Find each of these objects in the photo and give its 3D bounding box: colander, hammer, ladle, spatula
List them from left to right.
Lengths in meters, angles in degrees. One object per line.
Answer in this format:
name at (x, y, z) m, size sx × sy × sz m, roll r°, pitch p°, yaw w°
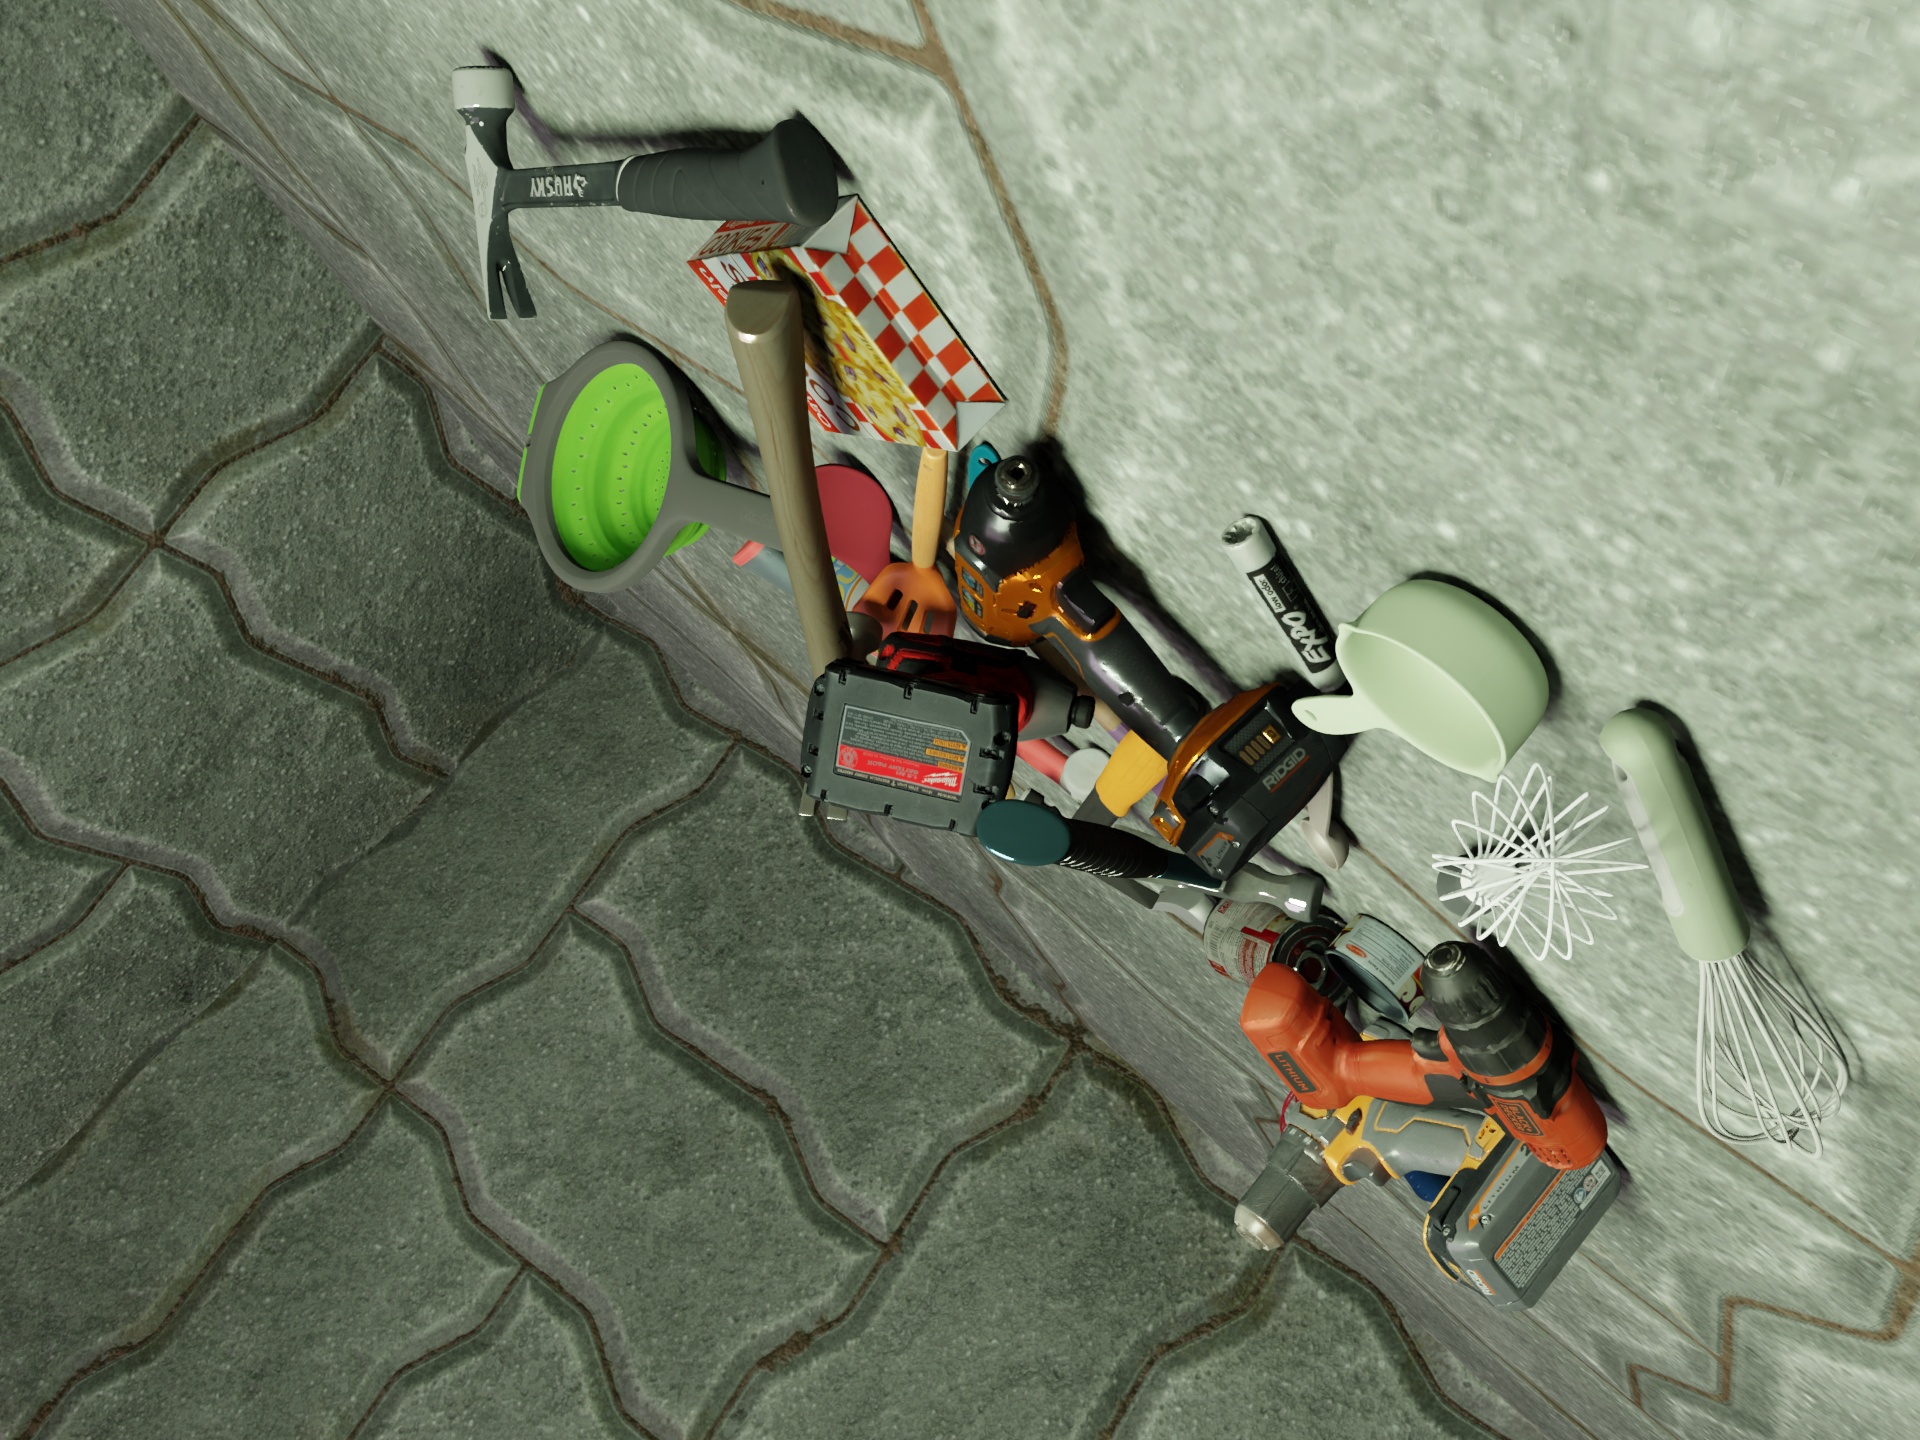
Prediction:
hammer at (-0.181, -0.278, 0.841) m, size 0.409 × 0.036 × 0.149 m, roll 24°, pitch 120°, yaw 51°
colander at (-0.204, -0.180, 1.266) m, size 0.397 × 0.204 × 0.094 m, roll 23°, pitch -169°, yaw 40°
hammer at (-0.087, -0.085, 0.893) m, size 0.038 × 0.146 × 0.410 m, roll 6°, pitch 154°, yaw 5°
spatula at (-0.026, -0.099, 0.969) m, size 0.081 × 0.041 × 0.322 m, roll 34°, pitch 168°, yaw 4°
ladle at (-0.030, -0.057, 1.141) m, size 0.315 × 0.069 × 0.031 m, roll 59°, pitch -160°, yaw -31°
hammer at (-0.030, -0.035, 1.286) m, size 0.386 × 0.038 × 0.143 m, roll 36°, pitch 168°, yaw 19°
spatula at (0.085, -0.016, 1.046) m, size 0.315 × 0.018 × 0.060 m, roll 47°, pitch 164°, yaw -21°
hammer at (0.112, 0.048, 1.048) m, size 0.127 × 0.034 × 0.336 m, roll 31°, pitch 162°, yaw 4°
hammer at (0.101, 0.077, 0.893) m, size 0.128 × 0.033 × 0.330 m, roll 12°, pitch 177°, yaw 29°
hammer at (0.298, 0.276, 1.346) m, size 0.405 × 0.035 × 0.144 m, roll 49°, pitch 169°, yaw -25°

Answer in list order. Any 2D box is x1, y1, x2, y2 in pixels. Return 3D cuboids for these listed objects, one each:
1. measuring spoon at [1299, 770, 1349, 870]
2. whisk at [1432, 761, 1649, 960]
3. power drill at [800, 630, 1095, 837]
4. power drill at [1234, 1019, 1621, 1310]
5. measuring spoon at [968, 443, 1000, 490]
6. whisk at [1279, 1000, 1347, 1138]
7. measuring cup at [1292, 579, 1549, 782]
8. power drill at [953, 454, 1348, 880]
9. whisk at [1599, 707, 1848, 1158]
measuring spoon at (0.198, 0.042, 0.852) m, size 0.034 × 0.018 × 0.124 m, roll 53°, pitch 170°, yaw 34°
whisk at (0.222, 0.064, 0.650) m, size 0.070 × 0.070 × 0.284 m, roll 42°, pitch -178°, yaw 14°
power drill at (-0.002, -0.003, 0.945) m, size 0.143 × 0.078 × 0.220 m, roll 12°, pitch -166°, yaw 10°
power drill at (0.295, 0.306, 1.060) m, size 0.084 × 0.185 × 0.226 m, roll 50°, pitch 166°, yaw -21°
measuring spoon at (0.020, -0.120, 0.895) m, size 0.042 × 0.021 × 0.128 m, roll 16°, pitch 154°, yaw 13°
whisk at (0.282, 0.274, 1.230) m, size 0.073 × 0.073 × 0.295 m, roll 37°, pitch 154°, yaw 35°
measuring cup at (0.174, -0.016, 0.632) m, size 0.083 × 0.038 × 0.167 m, roll 45°, pitch 172°, yaw -4°
power drill at (0.083, -0.035, 0.799) m, size 0.226 × 0.084 × 0.164 m, roll 46°, pitch 169°, yaw 14°
whisk at (0.283, 0.086, 0.594) m, size 0.246 × 0.059 × 0.058 m, roll 55°, pitch -166°, yaw -31°
